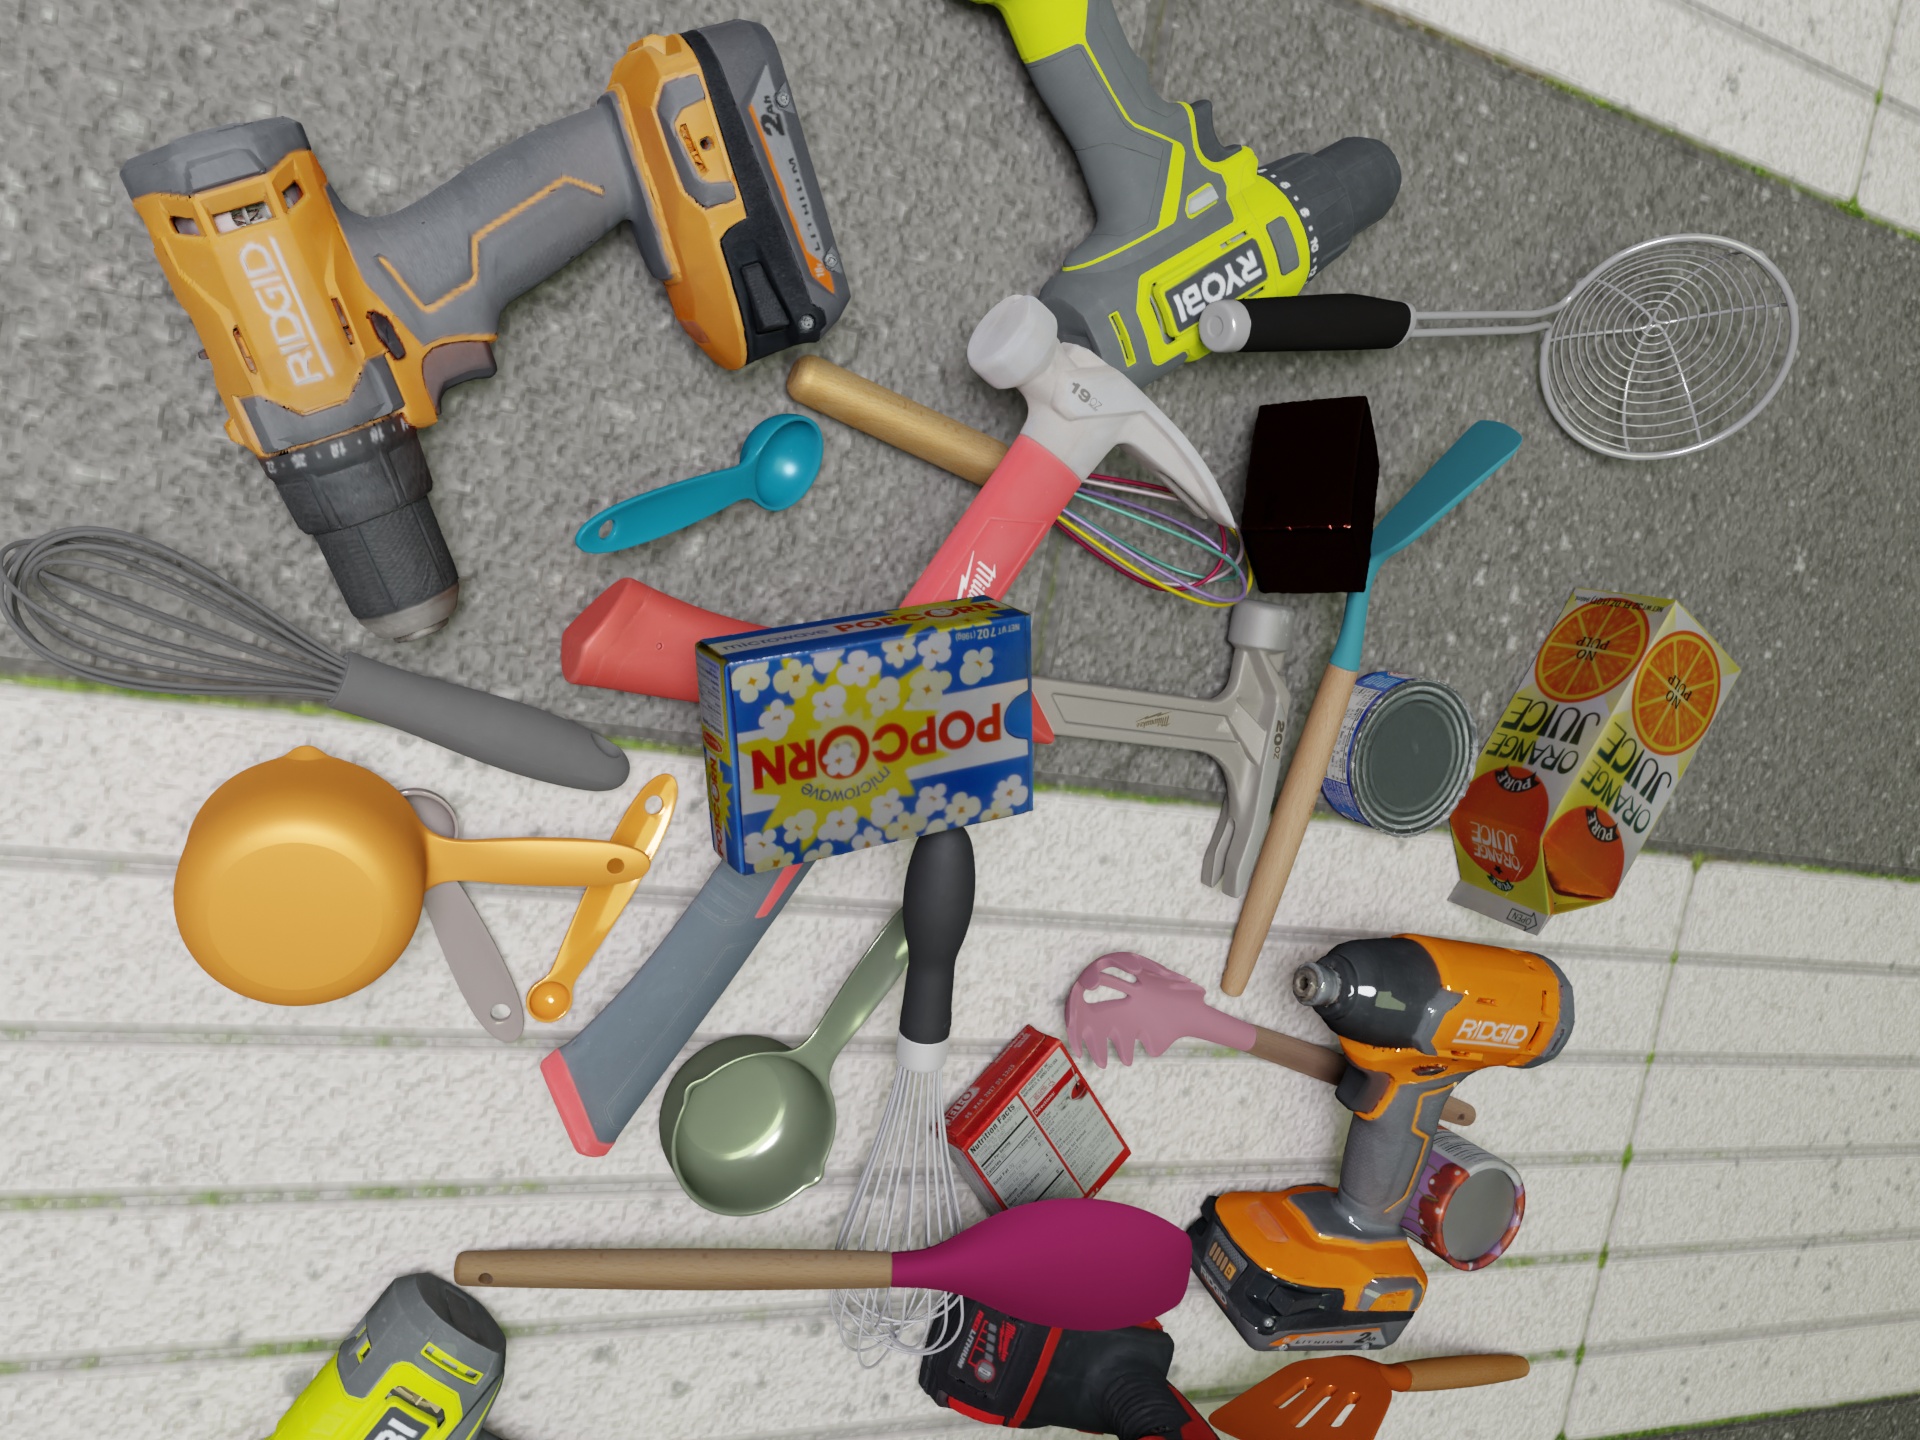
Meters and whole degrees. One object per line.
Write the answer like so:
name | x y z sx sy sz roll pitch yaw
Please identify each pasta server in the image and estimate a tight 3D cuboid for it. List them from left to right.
pasta server | 0.176 0.181 0.850 0.316 0.040 0.060 24 106 -30

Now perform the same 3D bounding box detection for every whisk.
whisk | -0.232 -0.014 0.598 0.238 0.055 0.055 22 90 -32
whisk | -0.019 0.171 0.709 0.070 0.070 0.284 -5 115 -26
whisk | 0.034 -0.109 0.718 0.244 0.051 0.047 21 92 -24

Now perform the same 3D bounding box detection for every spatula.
spatula | 0.194 0.001 0.794 0.044 0.082 0.317 15 107 -2
spatula | 0.251 0.372 0.879 0.322 0.081 0.041 23 73 -48

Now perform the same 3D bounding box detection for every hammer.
hammer | -0.037 0.021 0.667 0.143 0.038 0.386 36 88 -32
hammer | -0.001 -0.002 0.723 0.359 0.037 0.149 7 97 -28

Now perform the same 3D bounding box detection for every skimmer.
skimmer | 0.269 -0.177 0.767 0.363 0.090 0.127 -11 138 -36

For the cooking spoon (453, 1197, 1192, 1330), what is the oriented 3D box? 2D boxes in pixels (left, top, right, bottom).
cooking spoon | -0.056 0.239 0.690 0.319 0.017 0.068 2 108 -5

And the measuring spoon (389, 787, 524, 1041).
measuring spoon | -0.206 0.080 0.650 0.034 0.018 0.124 -20 116 -9

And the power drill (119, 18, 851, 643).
power drill | -0.159 -0.146 0.591 0.226 0.084 0.185 -24 112 -17

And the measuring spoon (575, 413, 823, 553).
measuring spoon | -0.107 -0.095 0.638 0.128 0.021 0.042 -30 140 -41

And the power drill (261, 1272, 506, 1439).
power drill | -0.203 0.360 0.674 0.223 0.080 0.171 43 79 -23

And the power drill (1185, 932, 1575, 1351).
power drill | 0.203 0.211 0.819 0.164 0.084 0.226 12 108 -30

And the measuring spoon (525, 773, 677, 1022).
measuring spoon | -0.152 0.074 0.678 0.021 0.011 0.117 31 82 -29

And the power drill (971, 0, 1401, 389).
power drill | 0.093 -0.279 0.693 0.190 0.080 0.228 -33 116 -16

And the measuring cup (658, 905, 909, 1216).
measuring cup | -0.070 0.142 0.717 0.083 0.038 0.167 43 78 -27

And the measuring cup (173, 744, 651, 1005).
measuring cup | -0.204 0.063 0.603 0.173 0.052 0.095 1 109 -15

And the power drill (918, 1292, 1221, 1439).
power drill | 0.065 0.323 0.713 0.187 0.227 0.080 22 90 -29
